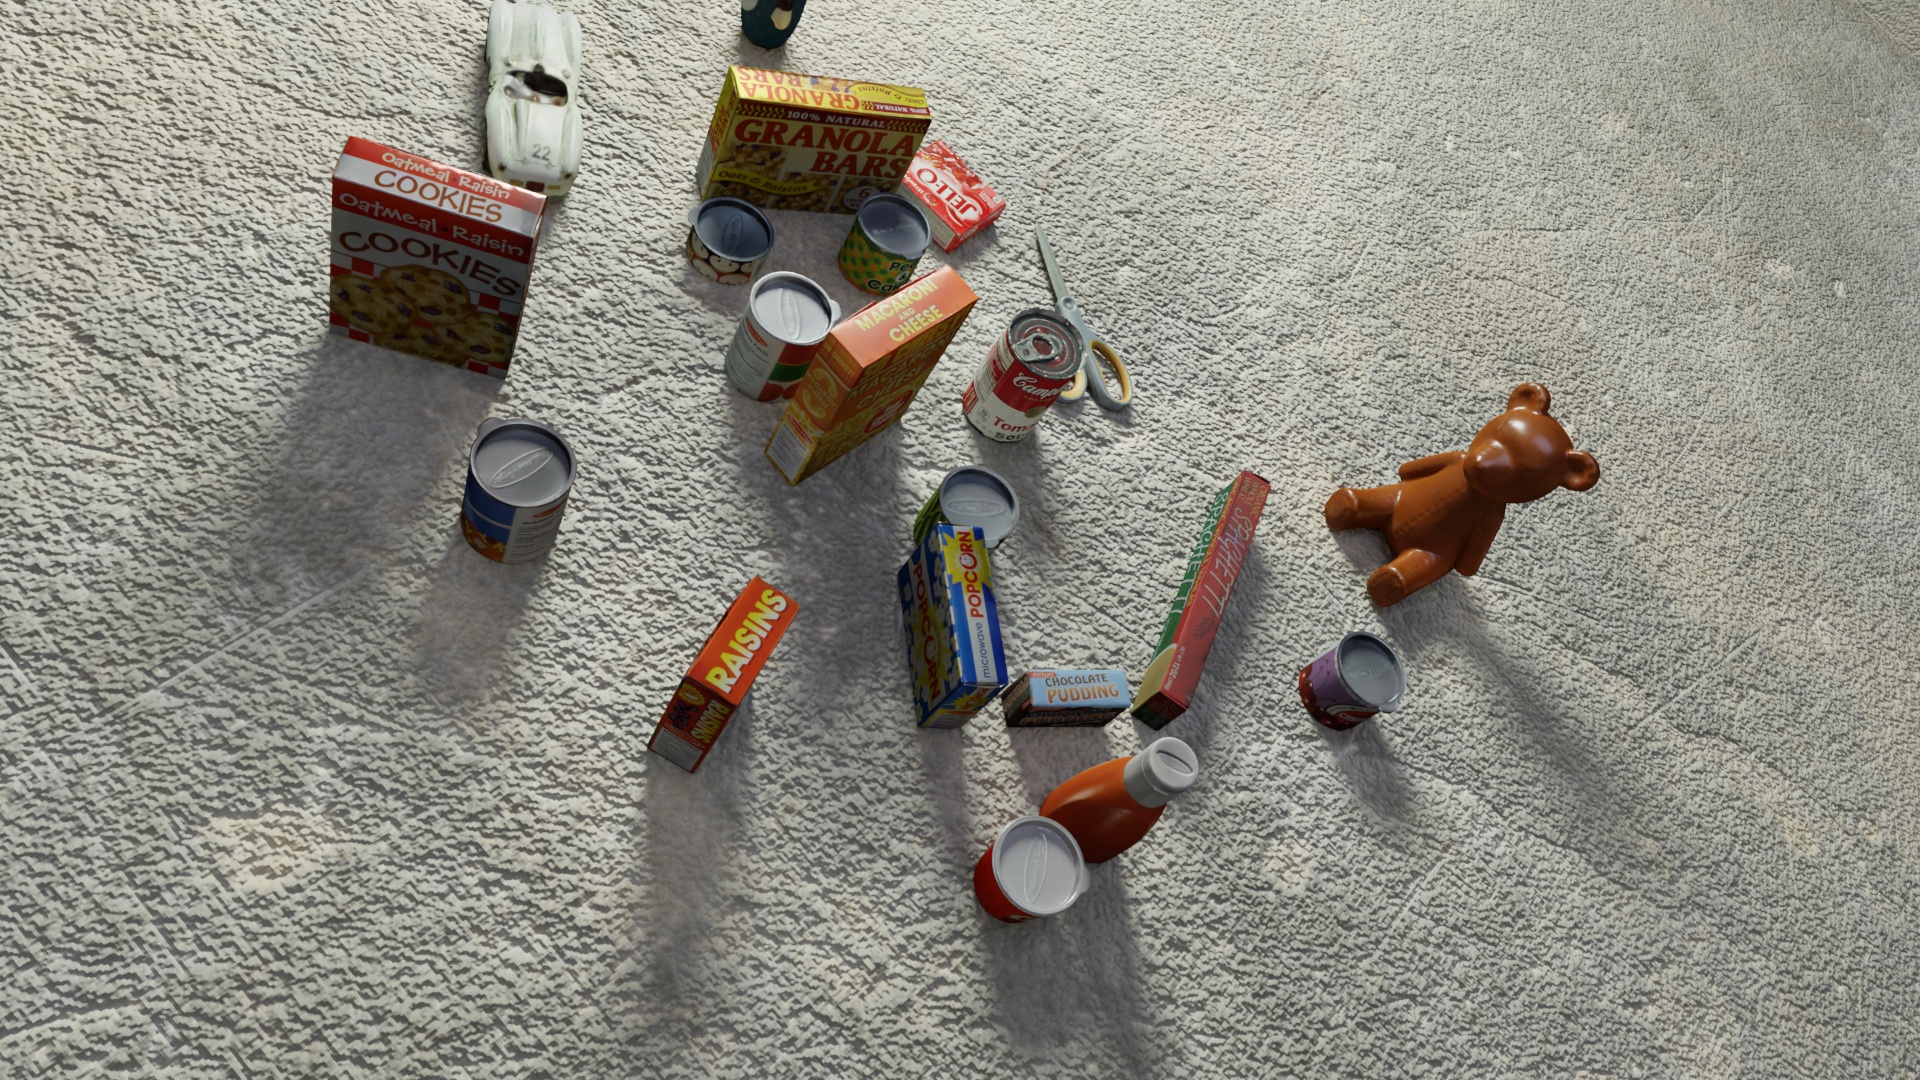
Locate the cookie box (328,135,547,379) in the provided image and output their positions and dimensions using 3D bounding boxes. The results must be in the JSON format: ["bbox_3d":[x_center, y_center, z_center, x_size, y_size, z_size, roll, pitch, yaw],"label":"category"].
[{"bbox_3d":[-0.353,-0.185,0.931,0.123,0.166,0.040,15,57,-17],"label":"cookie box"}]

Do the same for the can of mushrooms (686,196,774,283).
[{"bbox_3d":[-0.189,-0.244,1.125,0.071,0.033,0.071,11,58,-19],"label":"can of mushrooms"}]

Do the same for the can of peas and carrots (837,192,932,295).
[{"bbox_3d":[-0.063,-0.247,1.170,0.071,0.058,0.071,11,58,-19],"label":"can of peas and carrots"}]

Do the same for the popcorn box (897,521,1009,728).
[{"bbox_3d":[-0.007,0.062,1.001,0.038,0.084,0.127,3,61,-23],"label":"popcorn box"}]

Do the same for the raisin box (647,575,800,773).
[{"bbox_3d":[-0.154,0.088,0.894,0.040,0.122,0.086,34,54,-4],"label":"raisin box"}]

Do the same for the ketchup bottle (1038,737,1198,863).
[{"bbox_3d":[0.110,0.177,0.950,0.065,0.148,0.044,29,54,-7],"label":"ketchup bottle"}]

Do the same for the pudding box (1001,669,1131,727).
[{"bbox_3d":[0.079,0.117,1.031,0.084,0.049,0.030,3,61,-23],"label":"pudding box"}]

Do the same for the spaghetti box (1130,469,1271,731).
[{"bbox_3d":[0.198,0.043,1.130,0.028,0.050,0.251,32,54,-5],"label":"spaghetti box"}]

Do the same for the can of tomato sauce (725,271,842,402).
[{"bbox_3d":[-0.138,-0.155,1.067,0.071,0.082,0.071,11,58,-19],"label":"can of tomato sauce"}]

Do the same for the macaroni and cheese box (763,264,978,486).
[{"bbox_3d":[-0.069,-0.121,1.027,0.040,0.165,0.124,48,54,7],"label":"macaroni and cheese box"}]

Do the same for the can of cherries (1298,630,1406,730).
[{"bbox_3d":[0.321,0.118,1.138,0.071,0.058,0.072,11,58,-19],"label":"can of cherries"}]

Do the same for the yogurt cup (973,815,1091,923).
[{"bbox_3d":[0.044,0.228,0.948,0.072,0.053,0.073,11,58,-19],"label":"yogurt cup"}]

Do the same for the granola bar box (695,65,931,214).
[{"bbox_3d":[-0.122,-0.326,1.147,0.166,0.123,0.039,-2,64,-26],"label":"granola bar box"}]

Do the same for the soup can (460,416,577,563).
[{"bbox_3d":[-0.296,-0.034,0.922,0.071,0.083,0.071,11,58,-19],"label":"soup can"}]

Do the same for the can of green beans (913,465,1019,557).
[{"bbox_3d":[0.004,-0.015,1.068,0.071,0.057,0.071,11,58,-19],"label":"can of green beans"}]
